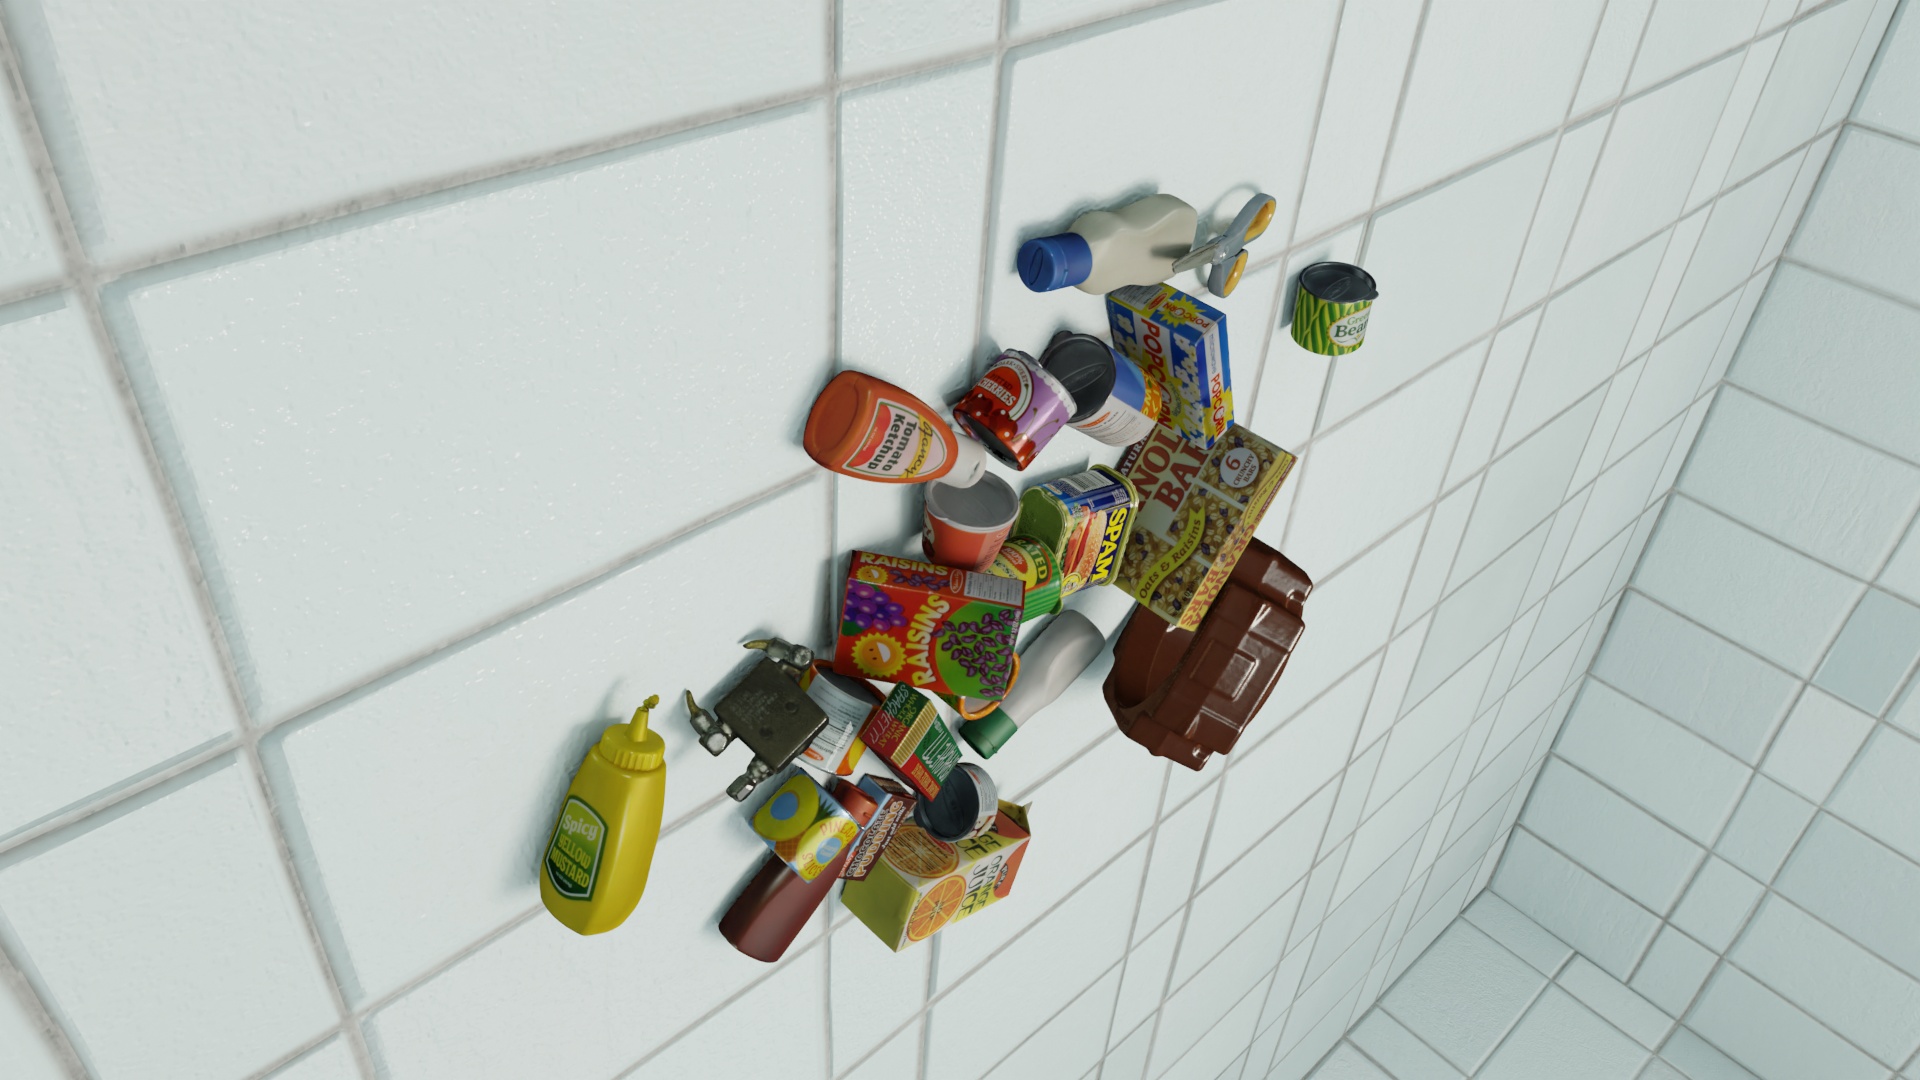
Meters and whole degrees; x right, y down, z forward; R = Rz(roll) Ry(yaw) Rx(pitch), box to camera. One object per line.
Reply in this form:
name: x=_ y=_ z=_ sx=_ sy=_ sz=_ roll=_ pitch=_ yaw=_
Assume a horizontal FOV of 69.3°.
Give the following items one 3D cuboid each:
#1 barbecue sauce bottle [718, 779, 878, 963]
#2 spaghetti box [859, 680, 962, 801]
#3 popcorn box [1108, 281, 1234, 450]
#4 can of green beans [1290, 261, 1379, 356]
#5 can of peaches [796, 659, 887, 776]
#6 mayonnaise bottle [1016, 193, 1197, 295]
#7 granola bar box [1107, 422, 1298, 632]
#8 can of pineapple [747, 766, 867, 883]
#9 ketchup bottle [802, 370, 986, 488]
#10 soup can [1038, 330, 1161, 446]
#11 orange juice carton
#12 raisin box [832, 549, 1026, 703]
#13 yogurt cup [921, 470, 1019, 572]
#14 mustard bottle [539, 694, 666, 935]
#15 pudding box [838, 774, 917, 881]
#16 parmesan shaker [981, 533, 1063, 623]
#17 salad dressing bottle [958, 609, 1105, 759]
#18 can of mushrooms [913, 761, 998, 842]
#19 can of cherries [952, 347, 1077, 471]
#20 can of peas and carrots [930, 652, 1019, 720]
barbecue sauce bottle: x=-0.122 y=0.257 z=1.087 sx=0.148 sy=0.044 sz=0.064 roll=-53 pitch=142 yaw=-4
spaghetti box: x=-0.033 y=0.157 z=1.055 sx=0.050 sy=0.029 sz=0.249 roll=-55 pitch=166 yaw=-11
popcorn box: x=0.162 y=-0.136 z=1.058 sx=0.038 sy=0.085 sz=0.126 roll=-45 pitch=147 yaw=-18
can of green beans: x=0.328 y=-0.204 z=1.227 sx=0.071 sy=0.071 sz=0.057 roll=-33 pitch=141 yaw=-30
can of peaches: x=-0.092 y=0.125 z=0.990 sx=0.071 sy=0.071 sz=0.058 roll=18 pitch=104 yaw=-56
mayonnaise bottle: x=0.103 y=-0.202 z=0.968 sx=0.149 sy=0.041 sz=0.064 roll=-21 pitch=140 yaw=-40
granola bar box: x=0.180 y=-0.027 z=1.142 sx=0.039 sy=0.124 sz=0.165 roll=17 pitch=105 yaw=-54
can of pineapple: x=-0.115 y=0.213 z=1.033 sx=0.058 sy=0.071 sz=0.070 roll=-46 pitch=146 yaw=-13
ketchup bottle: x=-0.037 y=-0.065 z=0.910 sx=0.149 sy=0.043 sz=0.064 roll=14 pitch=108 yaw=-56
soup can: x=0.102 y=-0.112 z=1.026 sx=0.084 sy=0.071 sz=0.071 roll=17 pitch=105 yaw=-57
orange juice carton: x=-0.006 y=0.284 z=1.229 sx=0.193 sy=0.073 sz=0.071 roll=-12 pitch=128 yaw=-47
raisin box: x=-0.022 y=0.060 z=0.974 sx=0.040 sy=0.123 sz=0.085 roll=-83 pitch=-176 yaw=-57
yogurt cup: x=0.004 y=-0.012 z=0.990 sx=0.073 sy=0.072 sz=0.053 roll=-26 pitch=145 yaw=-37
mustard bottle: x=-0.218 y=0.167 z=0.871 sx=0.049 sy=0.065 sz=0.159 roll=-3 pitch=115 yaw=-57
pudding box: x=-0.078 y=0.235 z=1.135 sx=0.083 sy=0.030 sz=0.049 roll=-56 pitch=146 yaw=1
parmesan shaker: x=0.021 y=0.041 z=1.049 sx=0.103 sy=0.071 sz=0.071 roll=-19 pitch=133 yaw=-42
salad dressing bottle: x=0.061 y=0.125 z=1.203 sx=0.148 sy=0.044 sz=0.064 roll=-44 pitch=147 yaw=-14
can of mushrooms: x=-0.005 y=0.224 z=1.187 sx=0.033 sy=0.071 sz=0.071 roll=8 pitch=112 yaw=-55
can of cherries: x=0.036 y=-0.091 z=0.958 sx=0.058 sy=0.071 sz=0.071 roll=-48 pitch=146 yaw=-8
can of peas and carrots: x=0.005 y=0.100 z=1.094 sx=0.071 sy=0.059 sz=0.070 roll=-32 pitch=141 yaw=-30
